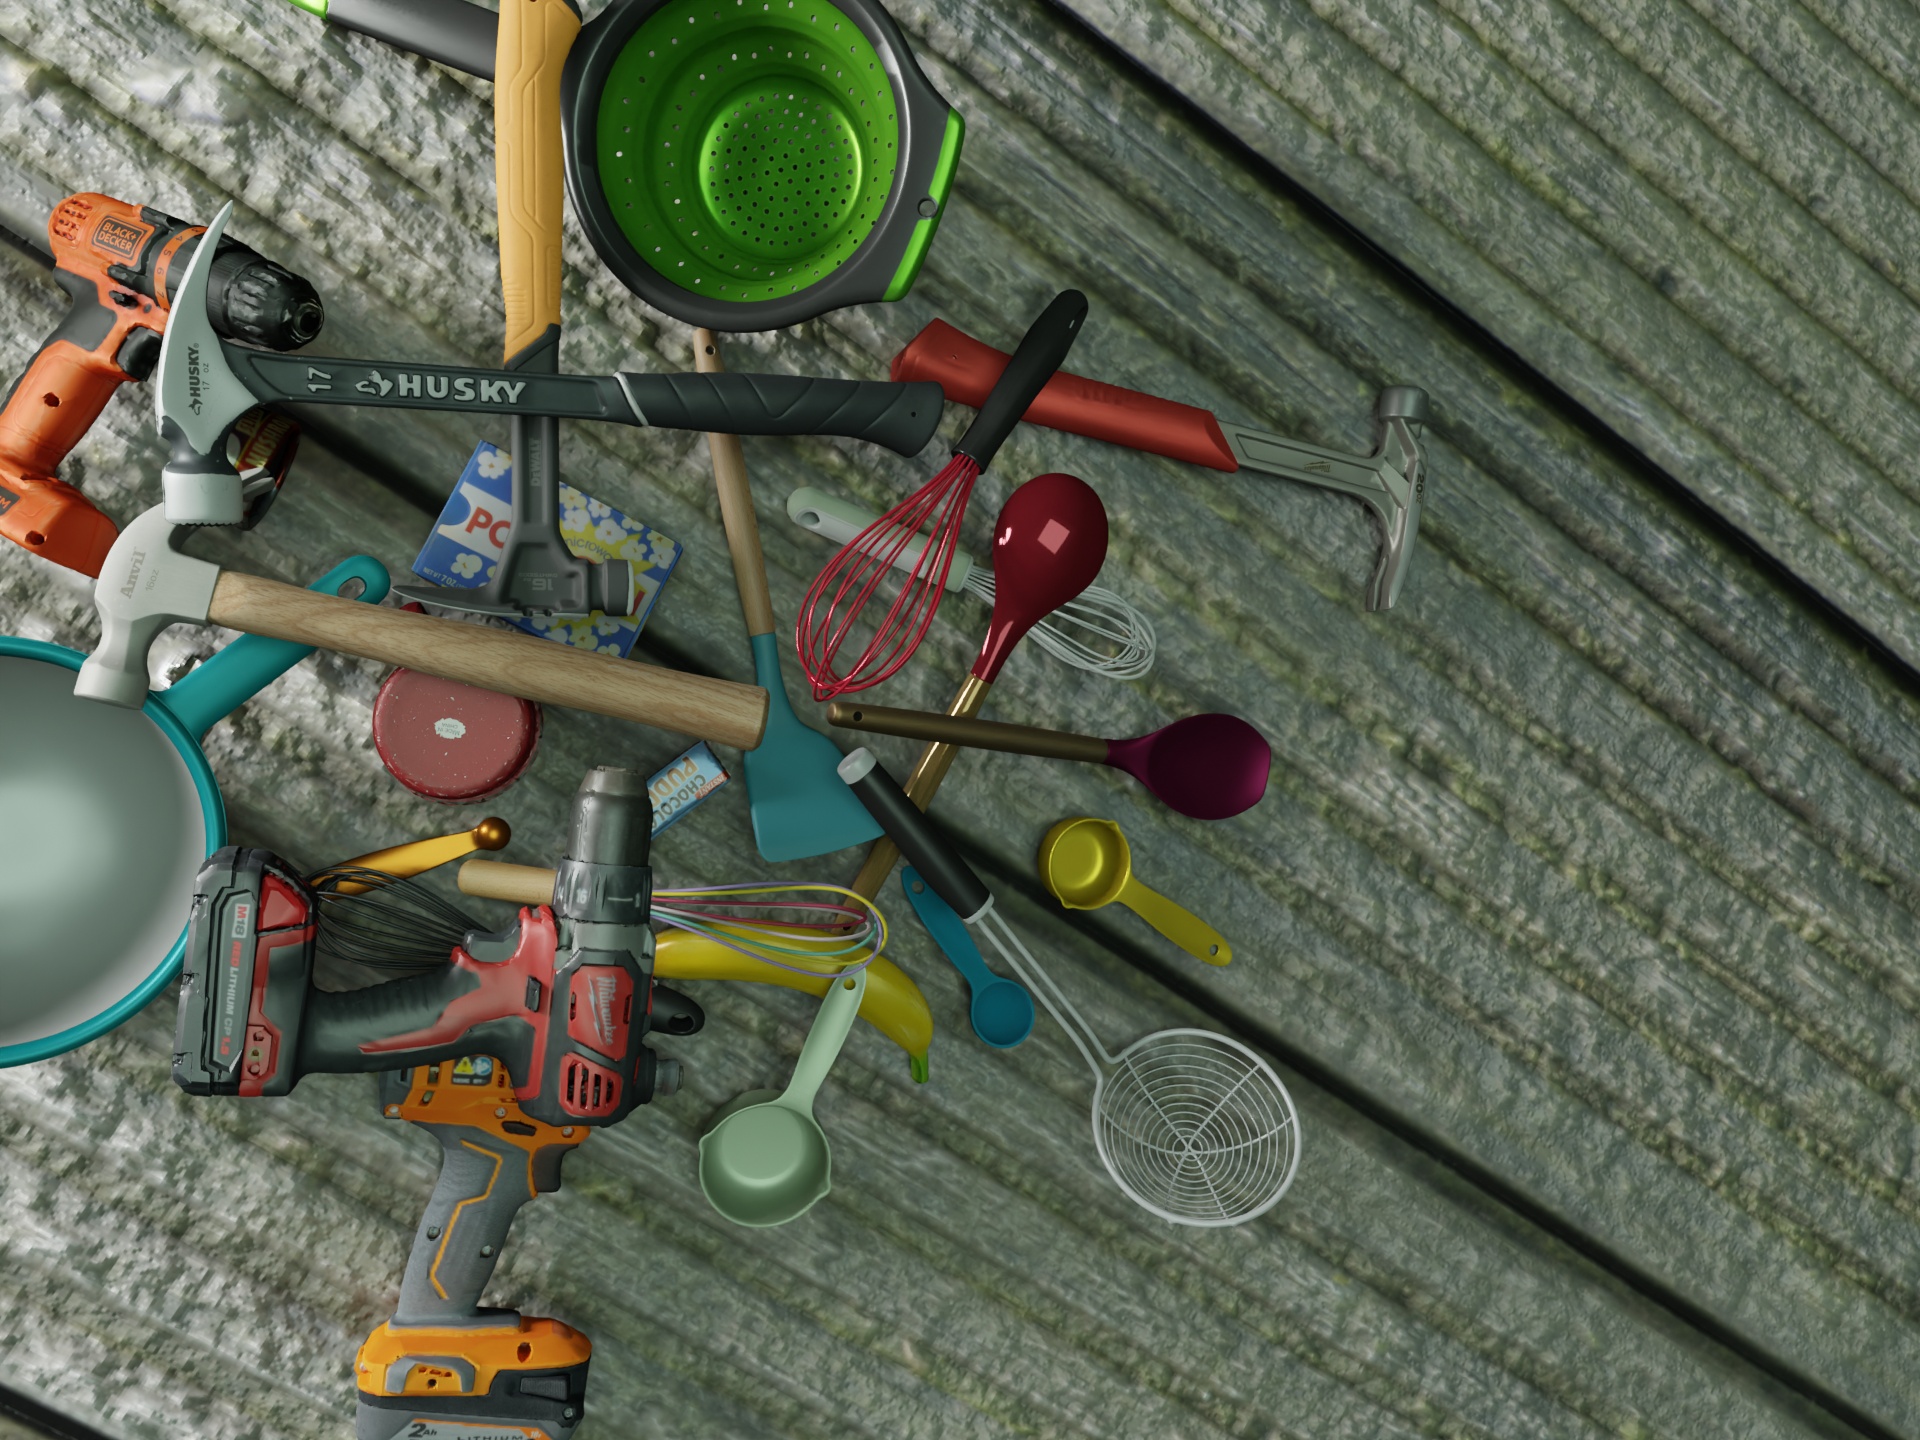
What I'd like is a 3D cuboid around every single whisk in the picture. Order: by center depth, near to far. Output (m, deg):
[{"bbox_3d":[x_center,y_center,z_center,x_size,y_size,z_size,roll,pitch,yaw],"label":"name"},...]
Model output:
[{"bbox_3d":[-0.255,0.136,0.894,0.238,0.055,0.055,23,83,-19],"label":"whisk"},{"bbox_3d":[-0.161,0.101,0.898,0.245,0.047,0.051,8,57,2],"label":"whisk"},{"bbox_3d":[-0.006,-0.135,0.925,0.073,0.073,0.296,35,78,-12],"label":"whisk"},{"bbox_3d":[0.009,-0.085,0.970,0.246,0.057,0.059,22,49,-9],"label":"whisk"}]

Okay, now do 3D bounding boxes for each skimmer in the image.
[{"bbox_3d":[0.064,0.151,0.939,0.363,0.090,0.127,51,57,-16],"label":"skimmer"}]

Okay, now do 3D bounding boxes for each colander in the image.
[{"bbox_3d":[-0.188,-0.350,0.906,0.397,0.094,0.204,22,100,4],"label":"colander"}]

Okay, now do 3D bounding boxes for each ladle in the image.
[{"bbox_3d":[-0.002,-0.003,0.946,0.069,0.031,0.315,27,95,-9],"label":"ladle"}]

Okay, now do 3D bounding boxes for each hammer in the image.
[{"bbox_3d":[-0.261,-0.039,0.818,0.331,0.031,0.130,13,80,-14],"label":"hammer"},{"bbox_3d":[-0.192,-0.174,0.830,0.408,0.036,0.149,-3,99,-29],"label":"hammer"},{"bbox_3d":[-0.238,-0.224,0.852,0.127,0.034,0.337,0,96,-15],"label":"hammer"},{"bbox_3d":[0.130,-0.176,1.008,0.359,0.037,0.149,11,86,-15],"label":"hammer"}]

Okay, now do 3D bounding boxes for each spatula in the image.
[{"bbox_3d":[-0.116,-0.077,0.937,0.082,0.044,0.317,-12,91,-26],"label":"spatula"}]

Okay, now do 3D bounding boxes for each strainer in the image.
[{"bbox_3d":[-0.446,0.023,0.828,0.340,0.095,0.211,-43,109,-23],"label":"strainer"}]

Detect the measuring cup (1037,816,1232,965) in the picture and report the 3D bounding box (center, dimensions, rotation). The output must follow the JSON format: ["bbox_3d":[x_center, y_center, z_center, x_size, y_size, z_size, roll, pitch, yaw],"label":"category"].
[{"bbox_3d":[0.112,0.114,1.009,0.156,0.029,0.062,35,80,-24],"label":"measuring cup"}]

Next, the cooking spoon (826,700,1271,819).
[{"bbox_3d":[0.064,0.015,0.960,0.318,0.017,0.069,8,93,-30],"label":"cooking spoon"}]

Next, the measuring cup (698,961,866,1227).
[{"bbox_3d":[-0.096,0.212,0.928,0.083,0.038,0.167,25,92,-13],"label":"measuring cup"}]

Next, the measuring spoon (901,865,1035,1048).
[{"bbox_3d":[-0.001,0.145,0.981,0.042,0.021,0.128,-33,88,-24],"label":"measuring spoon"}]

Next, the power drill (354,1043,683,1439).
[{"bbox_3d":[-0.244,0.276,0.880,0.164,0.084,0.226,6,84,-15],"label":"power drill"}]

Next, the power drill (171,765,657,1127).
[{"bbox_3d":[-0.266,0.109,0.810,0.226,0.080,0.188,7,87,-21],"label":"power drill"}]

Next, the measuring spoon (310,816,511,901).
[{"bbox_3d":[-0.312,0.079,0.898,0.117,0.011,0.021,-17,94,-14],"label":"measuring spoon"}]
